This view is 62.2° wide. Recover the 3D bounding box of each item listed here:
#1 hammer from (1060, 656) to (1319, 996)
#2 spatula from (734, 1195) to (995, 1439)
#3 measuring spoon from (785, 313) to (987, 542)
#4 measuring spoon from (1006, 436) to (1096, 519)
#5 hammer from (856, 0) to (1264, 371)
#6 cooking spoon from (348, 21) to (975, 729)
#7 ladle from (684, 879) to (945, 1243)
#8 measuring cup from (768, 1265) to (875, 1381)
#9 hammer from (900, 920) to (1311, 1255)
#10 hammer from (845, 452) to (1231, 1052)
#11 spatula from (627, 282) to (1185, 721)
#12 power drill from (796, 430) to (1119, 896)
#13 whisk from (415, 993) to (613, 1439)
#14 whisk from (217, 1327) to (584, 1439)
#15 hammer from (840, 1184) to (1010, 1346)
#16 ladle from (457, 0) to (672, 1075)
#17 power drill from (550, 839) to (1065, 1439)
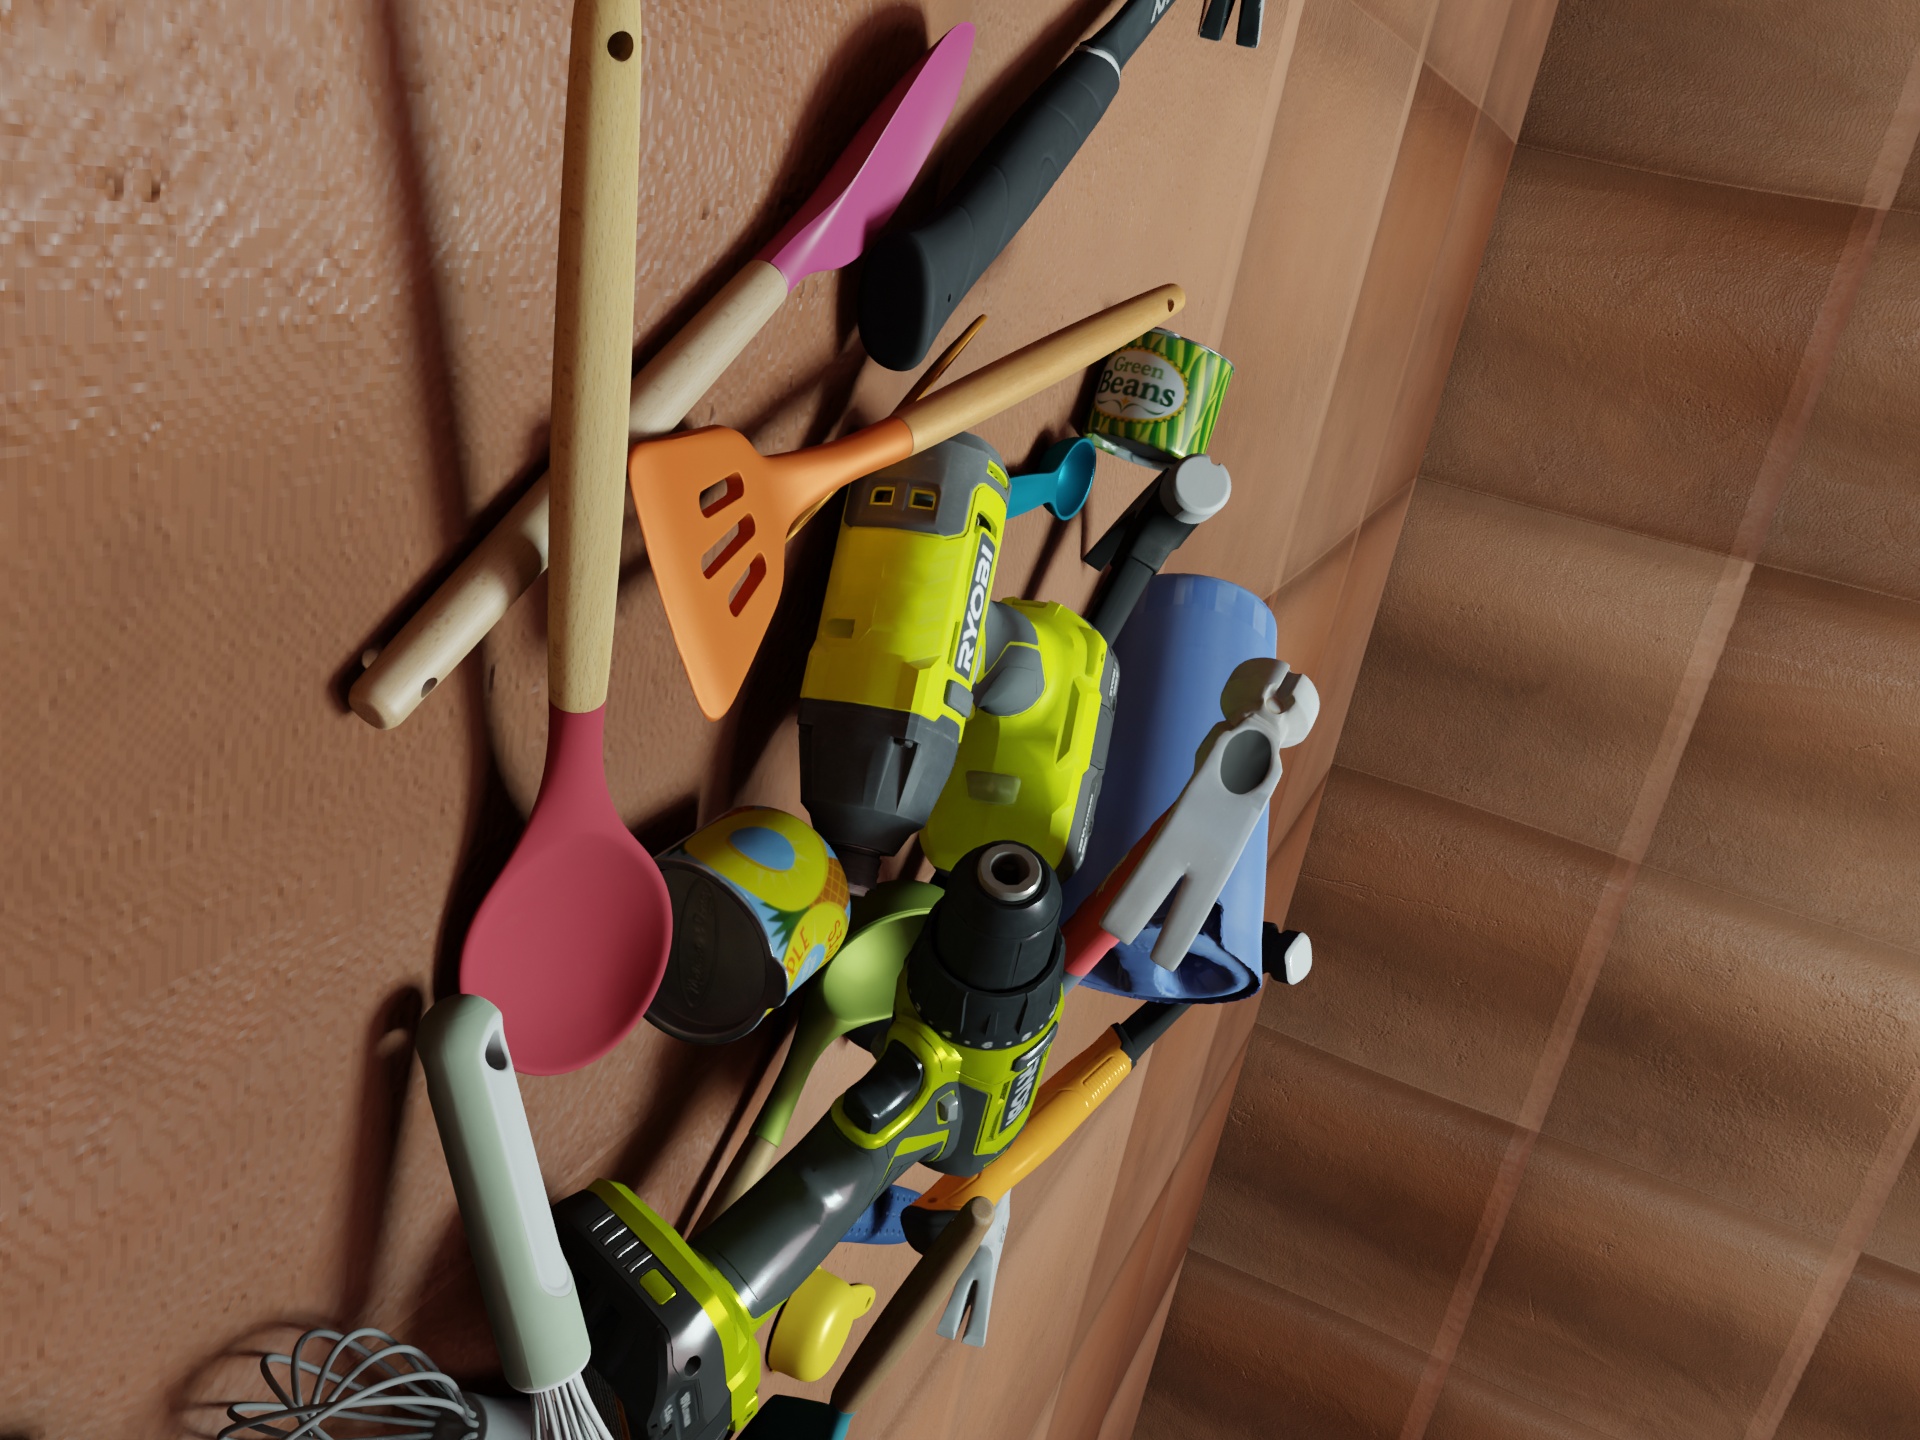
[{"bbox_3d":[0.047,0.120,0.751,0.143,0.038,0.386,-55,177,-34],"label":"hammer"},{"bbox_3d":[-0.053,0.287,0.711,0.082,0.044,0.317,-44,166,-47],"label":"spatula"},{"bbox_3d":[-0.029,-0.106,0.563,0.117,0.011,0.021,-50,-174,-16],"label":"measuring spoon"},{"bbox_3d":[0.026,-0.112,0.760,0.128,0.021,0.042,-25,131,-53],"label":"measuring spoon"},{"bbox_3d":[0.062,-0.274,0.660,0.149,0.036,0.409,87,27,-50],"label":"hammer"},{"bbox_3d":[-0.070,-0.115,0.465,0.319,0.017,0.068,-58,177,-33],"label":"cooking spoon"},{"bbox_3d":[-0.088,0.207,0.674,0.320,0.062,0.078,-61,146,-21],"label":"ladle"},{"bbox_3d":[-0.065,0.339,0.902,0.062,0.029,0.156,-68,160,-9],"label":"measuring cup"},{"bbox_3d":[0.076,0.203,0.941,0.337,0.127,0.034,-32,118,-44],"label":"hammer"},{"bbox_3d":[0.033,0.021,0.822,0.335,0.035,0.146,-61,-175,-12],"label":"hammer"},{"bbox_3d":[0.000,-0.104,0.543,0.322,0.041,0.081,-37,122,-43],"label":"spatula"},{"bbox_3d":[-0.001,-0.002,0.663,0.223,0.080,0.171,38,62,-68],"label":"power drill"},{"bbox_3d":[-0.117,0.194,0.463,0.058,0.059,0.246,-69,149,-76],"label":"whisk"},{"bbox_3d":[-0.161,0.226,0.501,0.238,0.055,0.055,79,34,-64],"label":"whisk"},{"bbox_3d":[-0.025,0.305,0.955,0.405,0.035,0.144,54,48,-66],"label":"hammer"},{"bbox_3d":[-0.097,-0.026,0.404,0.069,0.031,0.315,-19,137,-36],"label":"ladle"},{"bbox_3d":[-0.047,0.153,0.578,0.228,0.080,0.190,-38,154,-31],"label":"power drill"}]
